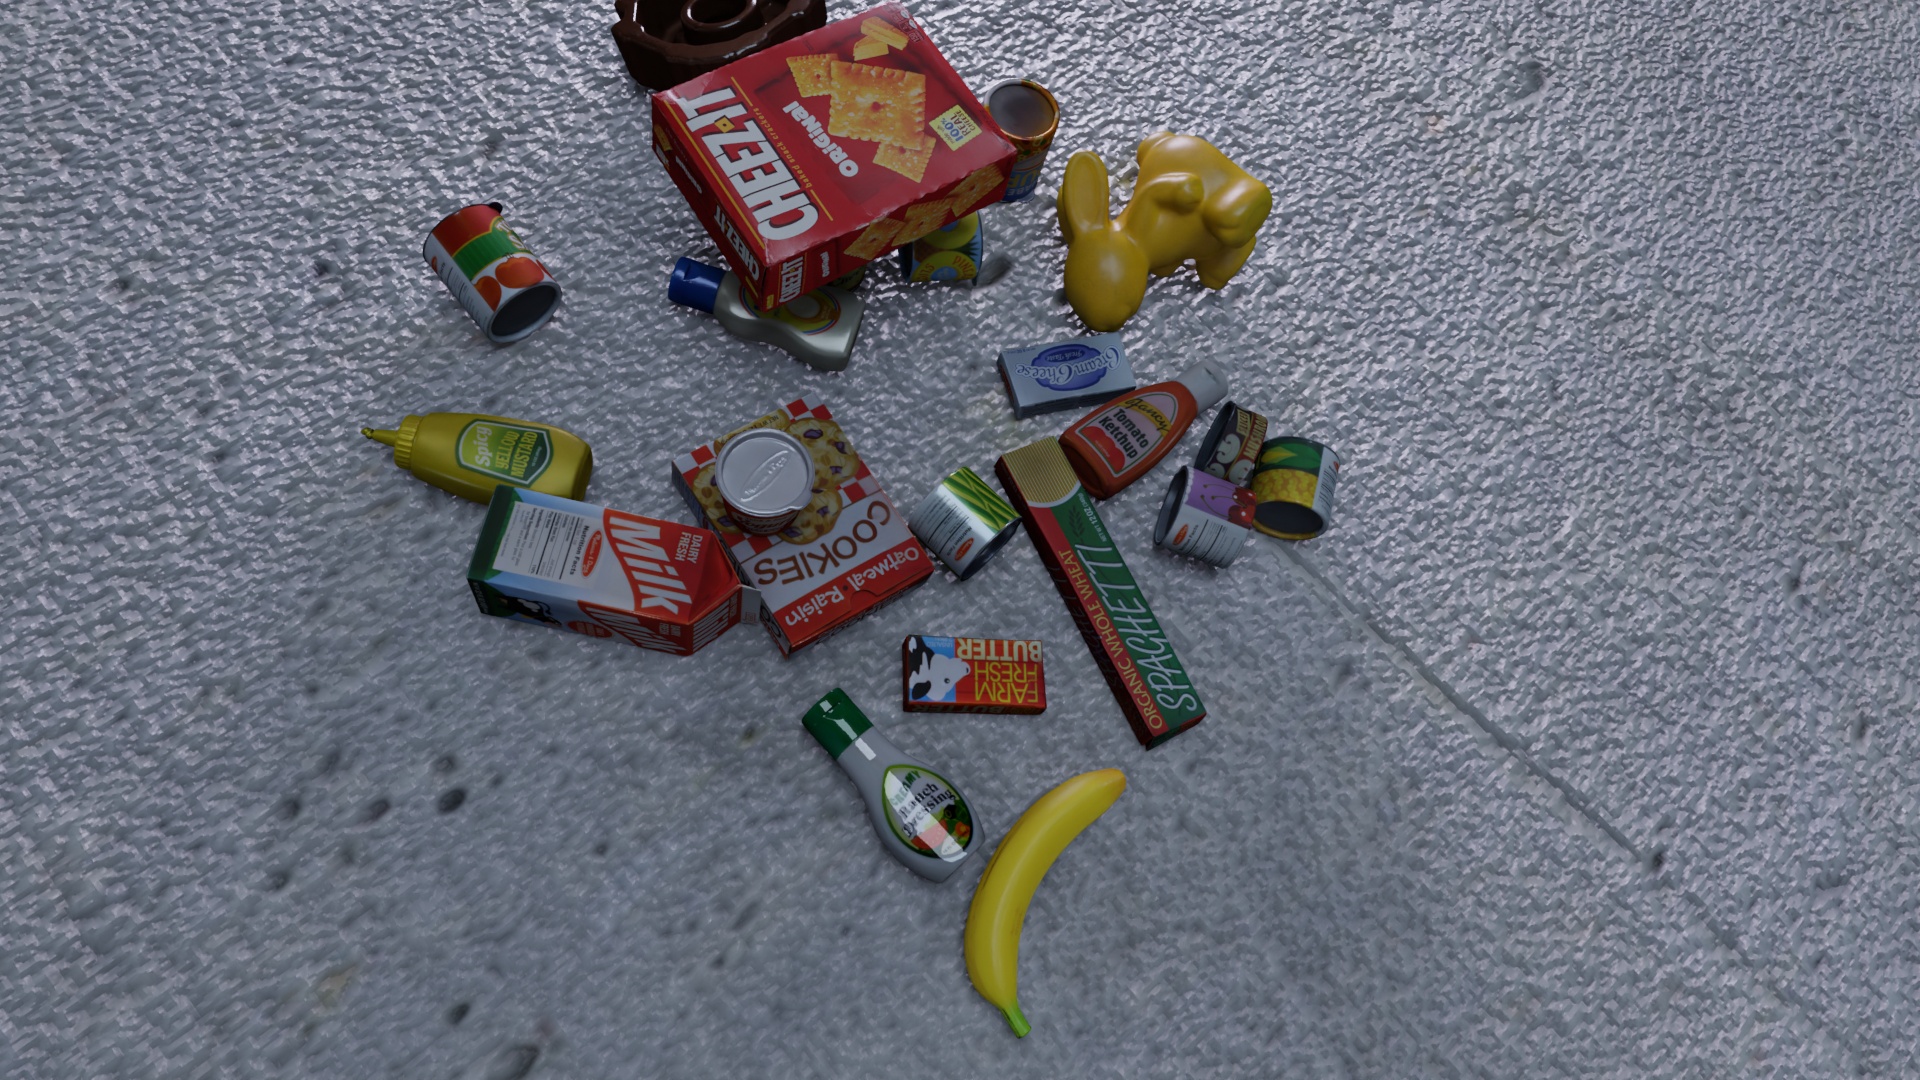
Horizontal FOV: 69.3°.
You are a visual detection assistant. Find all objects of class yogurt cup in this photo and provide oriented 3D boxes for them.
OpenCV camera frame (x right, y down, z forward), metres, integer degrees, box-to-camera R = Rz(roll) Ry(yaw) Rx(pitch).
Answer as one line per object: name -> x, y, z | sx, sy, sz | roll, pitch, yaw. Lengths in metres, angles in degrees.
yogurt cup -> -0.138, -0.038, 0.976 | 0.072, 0.053, 0.072 | 4, 66, -9

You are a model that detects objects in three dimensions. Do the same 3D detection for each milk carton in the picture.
milk carton -> -0.233, 0.027, 0.964 | 0.191, 0.072, 0.074 | 12, 65, -5

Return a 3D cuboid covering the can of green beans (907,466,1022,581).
can of green beans -> 0.003, -0.013, 1.032 | 0.058, 0.071, 0.071 | 44, 66, 9

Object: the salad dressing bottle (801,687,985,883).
salad dressing bottle -> -0.048, 0.166, 0.955 | 0.064, 0.043, 0.148 | -40, 79, -25

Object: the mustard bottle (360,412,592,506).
mustard bottle -> -0.348, -0.060, 0.990 | 0.160, 0.048, 0.065 | 12, 63, -6

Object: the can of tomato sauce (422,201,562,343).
can of tomato sauce -> -0.349, -0.201, 1.042 | 0.071, 0.071, 0.083 | -36, 79, -23

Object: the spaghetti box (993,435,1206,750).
spaghetti box -> 0.104, 0.036, 1.052 | 0.050, 0.028, 0.250 | -22, 72, -18

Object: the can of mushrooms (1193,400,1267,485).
can of mushrooms -> 0.215, -0.076, 1.100 | 0.033, 0.070, 0.071 | 25, 65, -2

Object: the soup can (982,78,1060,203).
soup can -> 0.045, -0.335, 1.171 | 0.071, 0.083, 0.071 | 4, 67, -10

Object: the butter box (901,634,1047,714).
butter box -> 0.010, 0.098, 1.007 | 0.103, 0.024, 0.053 | 3, 66, -10

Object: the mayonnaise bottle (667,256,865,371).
mayonnaise bottle -> -0.152, -0.182, 1.087 | 0.148, 0.041, 0.065 | 17, 67, -4

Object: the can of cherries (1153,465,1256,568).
can of cherries -> 0.189, -0.020, 1.073 | 0.058, 0.071, 0.072 | 20, 65, -3

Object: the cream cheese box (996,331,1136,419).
cream cheese box -> 0.086, -0.134, 1.124 | 0.104, 0.024, 0.053 | -12, 71, -16

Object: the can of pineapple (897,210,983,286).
can of pineapple -> -0.017, -0.242, 1.128 | 0.058, 0.070, 0.071 | -5, 68, -13

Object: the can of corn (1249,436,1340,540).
can of corn -> 0.260, -0.040, 1.097 | 0.071, 0.071, 0.058 | 18, 65, -3

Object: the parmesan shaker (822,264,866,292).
parmesan shaker -> -0.099, -0.244, 1.091 | 0.071, 0.102, 0.071 | 4, 67, -9

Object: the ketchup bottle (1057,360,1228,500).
ketchup bottle -> 0.150, -0.094, 1.110 | 0.149, 0.043, 0.065 | -34, 77, -23

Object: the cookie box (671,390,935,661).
cookie box -> -0.117, -0.013, 1.021 | 0.123, 0.040, 0.167 | -29, 75, -21
